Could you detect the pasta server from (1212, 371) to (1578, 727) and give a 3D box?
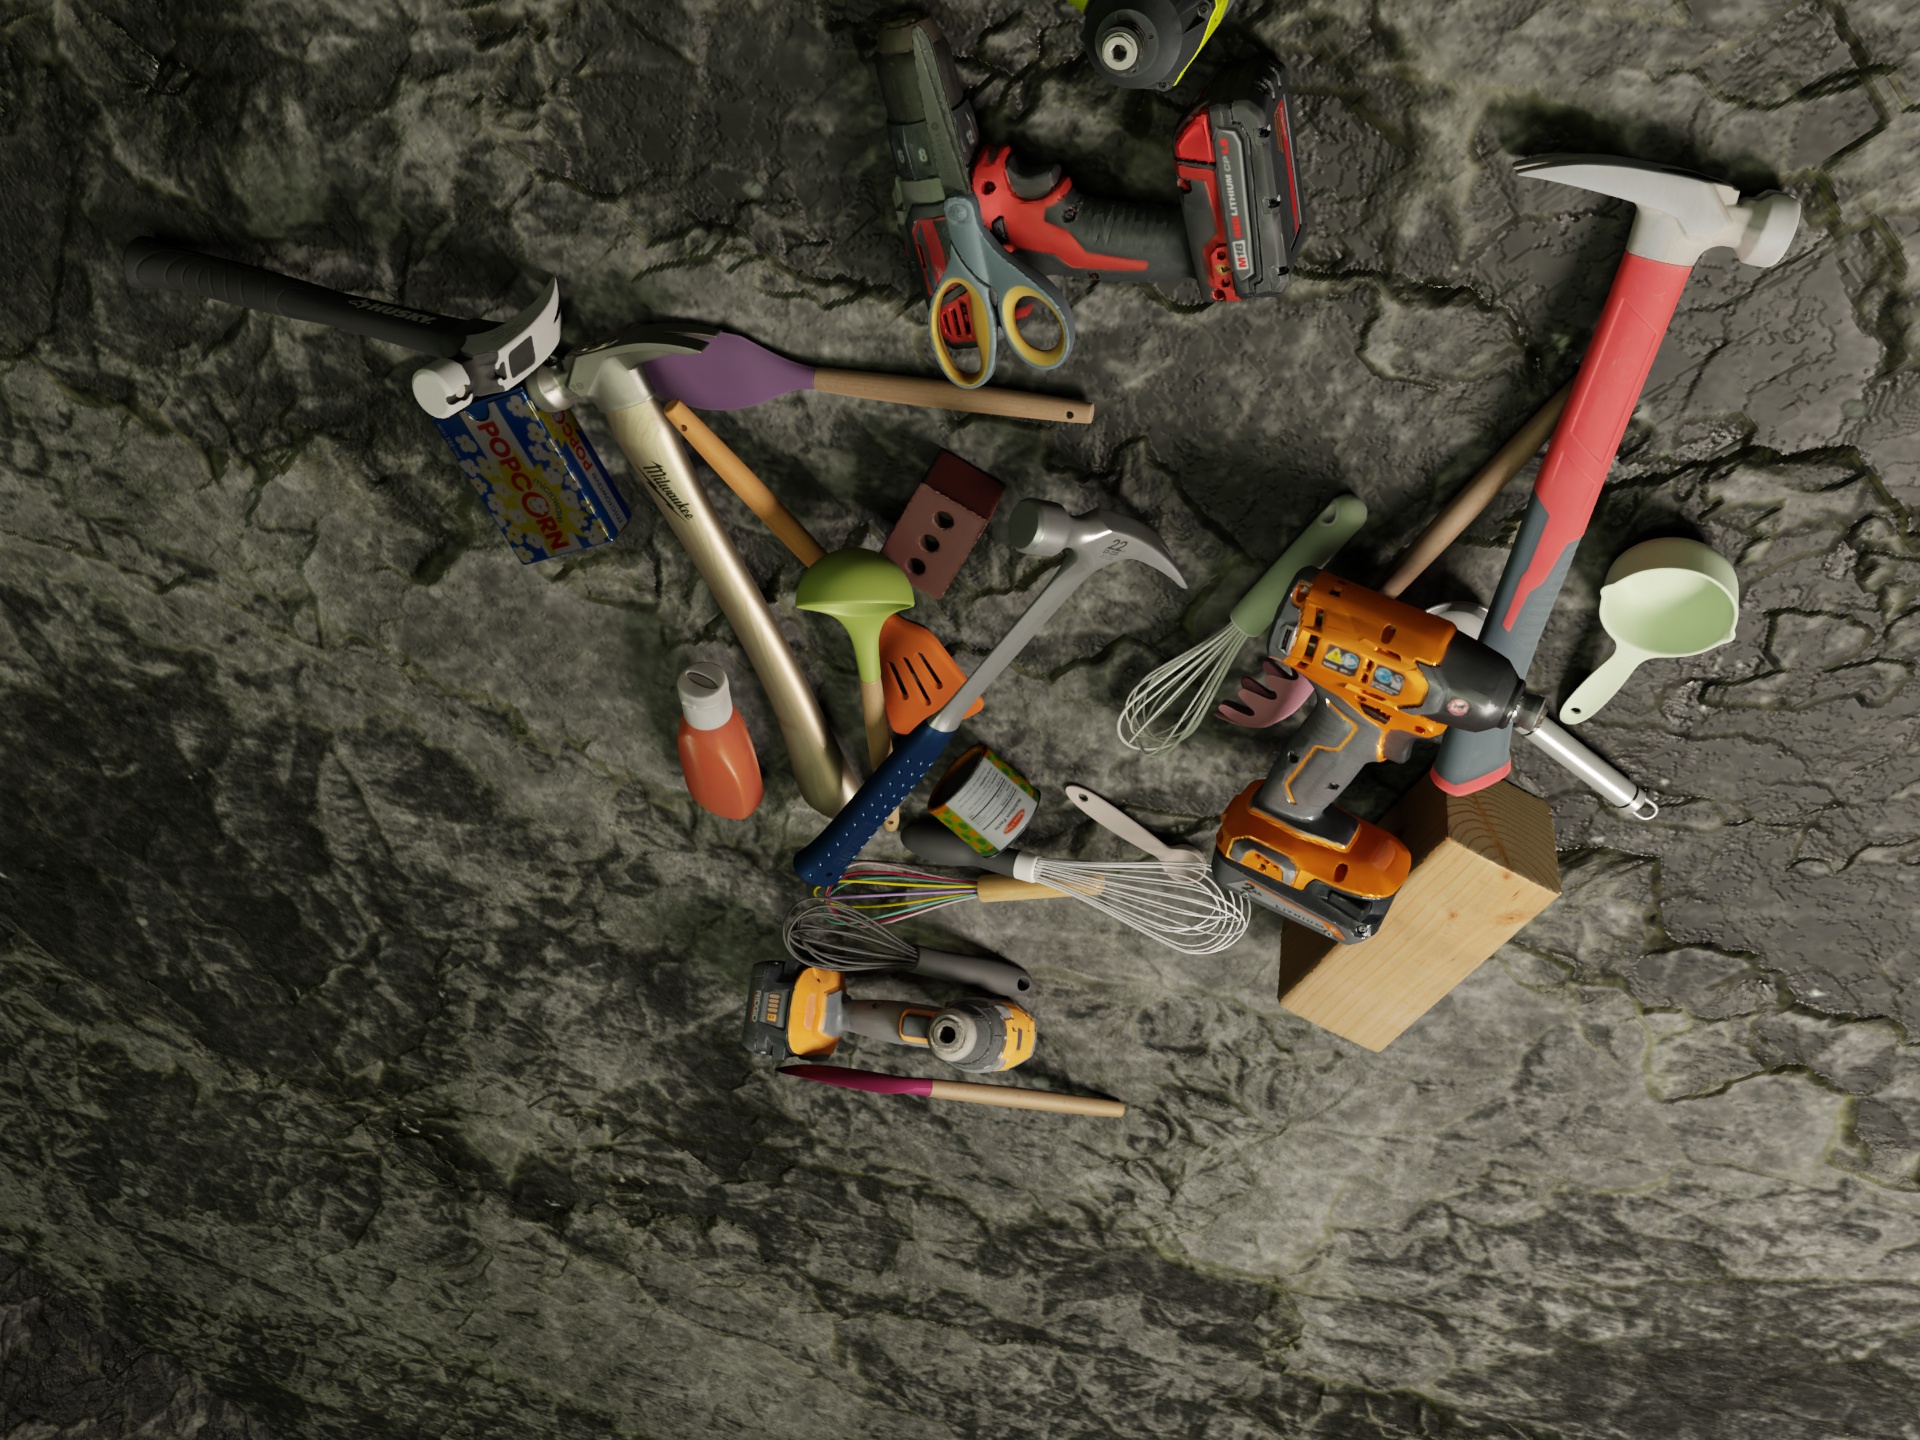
[{"bbox_3d":[0.271,-0.098,0.997,0.040,0.060,0.316,42,124,5],"label":"pasta server"}]

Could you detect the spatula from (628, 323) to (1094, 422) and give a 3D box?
[{"bbox_3d":[-0.069,-0.217,1.033,0.316,0.018,0.059,9,131,13],"label":"spatula"}]

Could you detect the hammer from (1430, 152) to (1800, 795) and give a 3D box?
[{"bbox_3d":[0.332,-0.125,0.924,0.143,0.038,0.386,15,122,6],"label":"hammer"}]

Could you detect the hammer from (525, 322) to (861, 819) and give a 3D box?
[{"bbox_3d":[-0.153,-0.090,1.142,0.146,0.038,0.410,-6,127,29],"label":"hammer"}]

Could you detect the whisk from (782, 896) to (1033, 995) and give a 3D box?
[{"bbox_3d":[-0.037,0.189,1.283,0.238,0.055,0.055,19,136,-31],"label":"whisk"}]

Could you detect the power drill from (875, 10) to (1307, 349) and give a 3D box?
[{"bbox_3d":[0.065,-0.308,0.881,0.227,0.080,0.187,-1,127,23],"label":"power drill"}]

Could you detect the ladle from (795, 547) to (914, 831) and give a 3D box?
[{"bbox_3d":[-0.063,-0.006,1.137,0.078,0.062,0.319,-1,142,3],"label":"ladle"}]

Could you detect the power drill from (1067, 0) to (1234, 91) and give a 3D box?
[{"bbox_3d":[0.024,-0.388,0.769,0.223,0.171,0.080,30,130,-2],"label":"power drill"}]

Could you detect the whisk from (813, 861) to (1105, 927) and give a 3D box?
[{"bbox_3d":[-0.005,0.136,1.277,0.245,0.051,0.047,-6,119,19],"label":"whisk"}]

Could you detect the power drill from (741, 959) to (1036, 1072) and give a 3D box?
[{"bbox_3d":[-0.063,0.248,1.307,0.226,0.084,0.185,5,171,16],"label":"power drill"}]

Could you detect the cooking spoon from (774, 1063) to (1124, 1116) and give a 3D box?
[{"bbox_3d":[-0.003,0.316,1.358,0.318,0.017,0.069,12,171,-20],"label":"cooking spoon"}]

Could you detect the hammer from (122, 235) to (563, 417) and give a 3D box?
[{"bbox_3d":[-0.420,-0.277,1.053,0.335,0.146,0.035,17,131,20],"label":"hammer"}]

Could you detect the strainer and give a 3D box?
[{"bbox_3d":[0.363,-0.005,1.041,0.258,0.050,0.087,34,110,-14],"label":"strainer"}]

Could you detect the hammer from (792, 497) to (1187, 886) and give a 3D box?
[{"bbox_3d":[-0.002,-0.004,1.112,0.144,0.035,0.405,5,141,-37],"label":"hammer"}]

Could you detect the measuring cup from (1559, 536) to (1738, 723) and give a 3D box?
[{"bbox_3d":[0.420,-0.053,0.996,0.083,0.038,0.167,22,147,3],"label":"measuring cup"}]

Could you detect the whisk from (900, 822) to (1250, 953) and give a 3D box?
[{"bbox_3d":[0.081,0.120,1.212,0.285,0.070,0.070,12,131,22],"label":"whisk"}]

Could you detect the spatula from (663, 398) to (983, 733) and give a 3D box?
[{"bbox_3d":[-0.096,-0.101,1.091,0.081,0.041,0.322,-17,137,29],"label":"spatula"}]

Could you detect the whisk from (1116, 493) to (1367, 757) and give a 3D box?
[{"bbox_3d":[0.185,-0.059,1.058,0.059,0.058,0.246,18,131,-27],"label":"whisk"}]

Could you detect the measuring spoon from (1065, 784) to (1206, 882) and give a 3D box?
[{"bbox_3d":[0.134,0.081,1.208,0.124,0.018,0.034,34,133,0],"label":"measuring spoon"}]

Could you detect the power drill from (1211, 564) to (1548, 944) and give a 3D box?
[{"bbox_3d":[0.254,0.029,0.988,0.164,0.084,0.226,24,130,18],"label":"power drill"}]
